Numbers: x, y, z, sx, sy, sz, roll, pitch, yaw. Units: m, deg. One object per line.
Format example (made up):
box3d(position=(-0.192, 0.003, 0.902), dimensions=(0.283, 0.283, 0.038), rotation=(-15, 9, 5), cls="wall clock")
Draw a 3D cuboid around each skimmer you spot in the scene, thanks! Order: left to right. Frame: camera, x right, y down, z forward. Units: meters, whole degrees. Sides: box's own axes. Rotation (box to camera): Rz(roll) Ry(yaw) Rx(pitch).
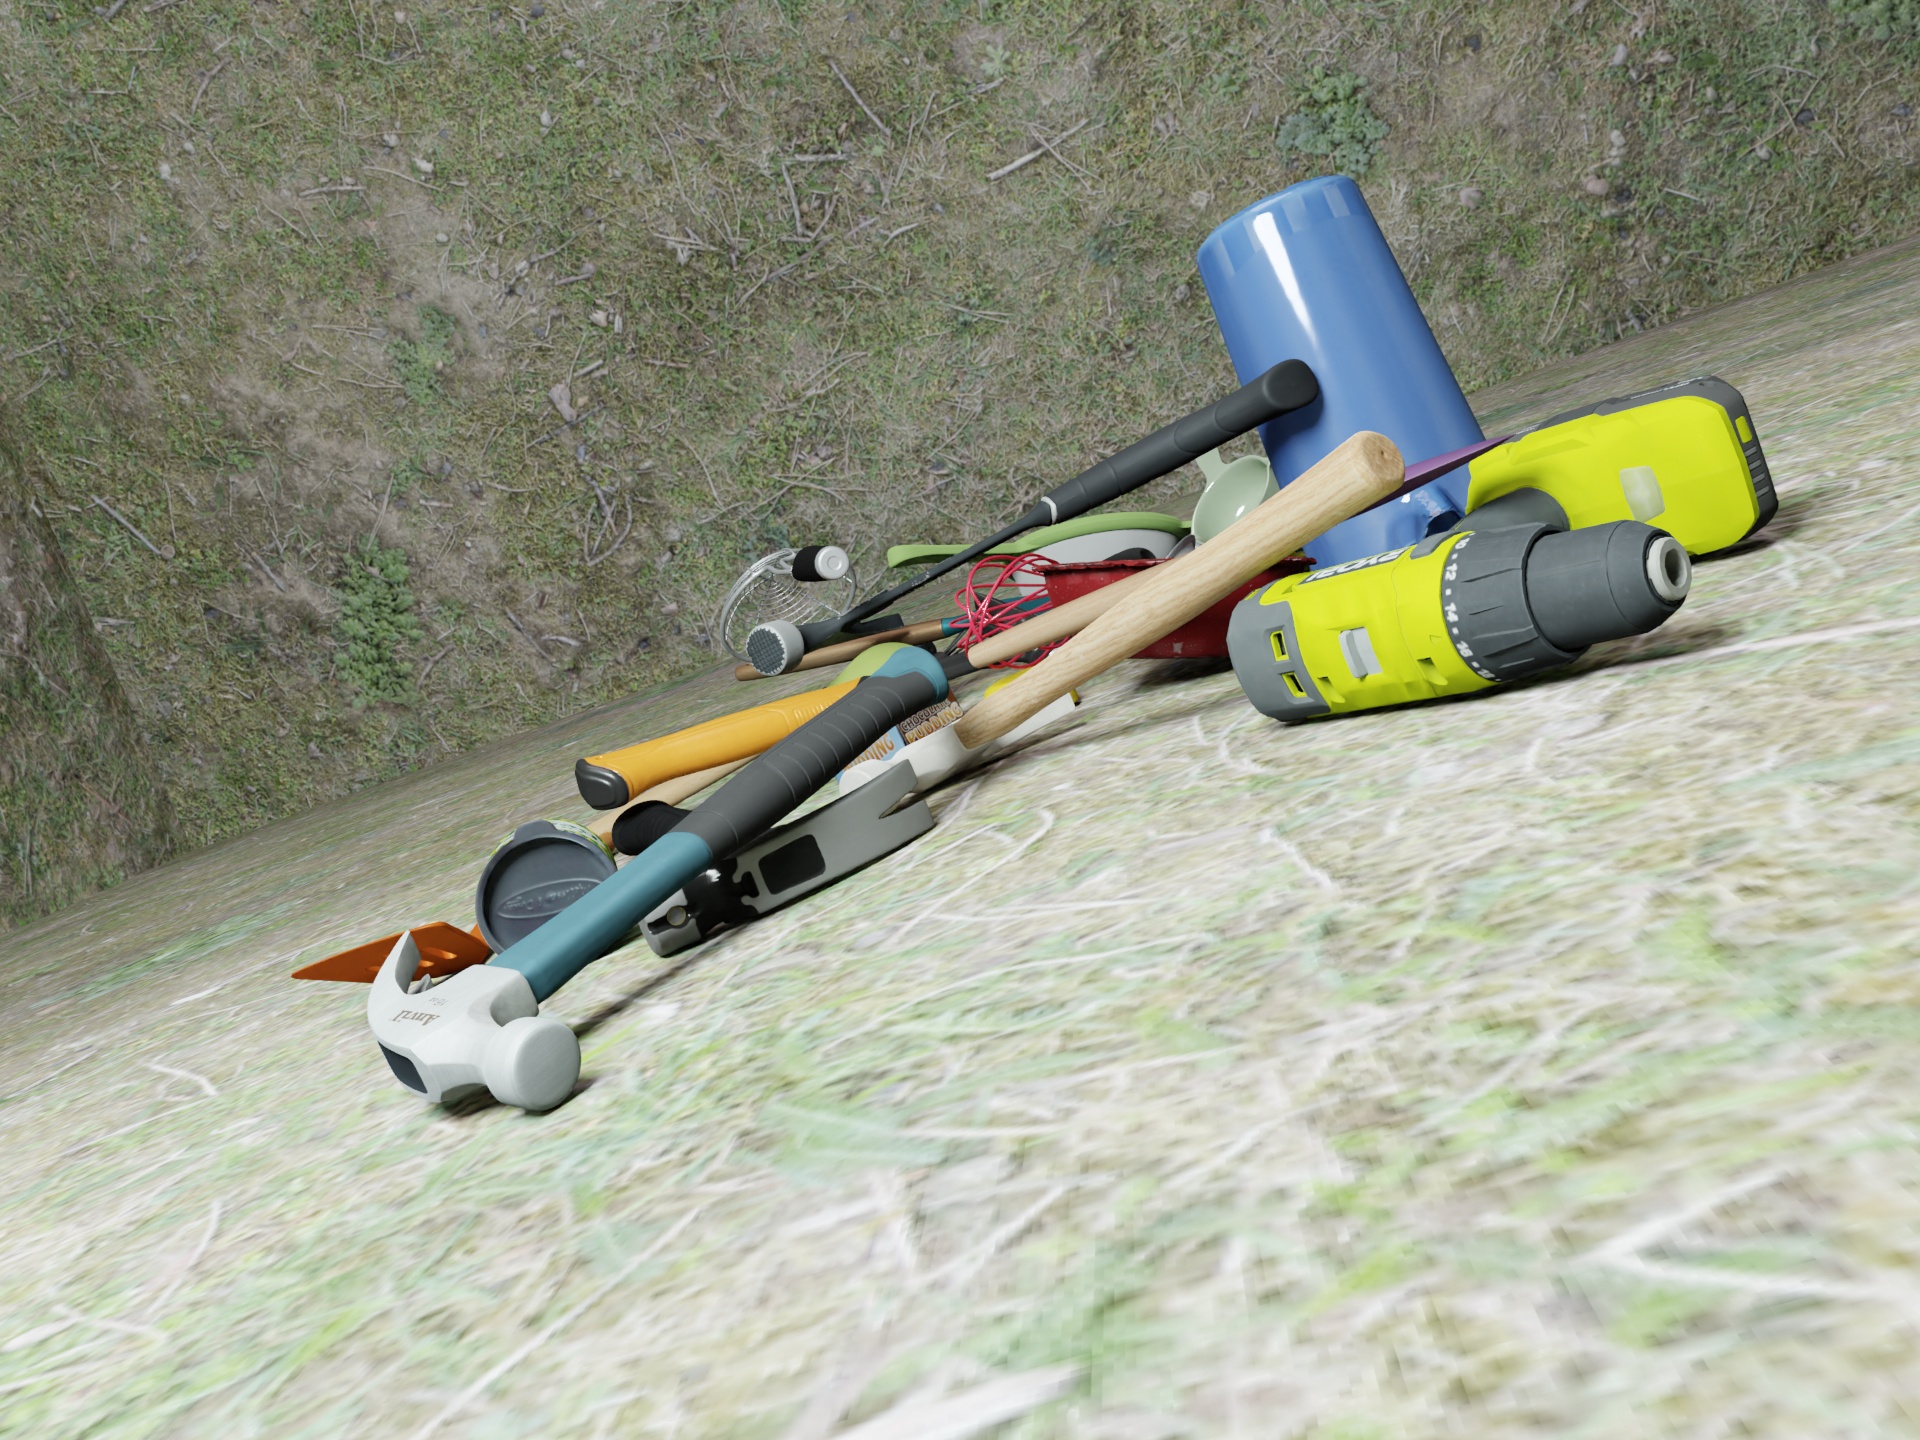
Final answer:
box3d(position=(-0.114, -0.089, 1.218), dimensions=(0.127, 0.090, 0.363), rotation=(-28, 10, -11), cls="skimmer")

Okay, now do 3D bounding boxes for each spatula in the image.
box3d(position=(-0.255, 0.098, 0.897), dimensions=(0.081, 0.041, 0.322), rotation=(-20, 7, 10), cls="spatula")
box3d(position=(-0.032, -0.055, 1.213), dimensions=(0.317, 0.044, 0.082), rotation=(-11, 24, 23), cls="spatula")
box3d(position=(0.125, -0.079, 0.793), dimensions=(0.316, 0.018, 0.060), rotation=(-21, 3, 38), cls="spatula")

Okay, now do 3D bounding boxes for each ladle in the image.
box3d(position=(-0.150, 0.033, 1.113), dimensions=(0.320, 0.062, 0.078), rotation=(-30, 33, -17), cls="ladle")

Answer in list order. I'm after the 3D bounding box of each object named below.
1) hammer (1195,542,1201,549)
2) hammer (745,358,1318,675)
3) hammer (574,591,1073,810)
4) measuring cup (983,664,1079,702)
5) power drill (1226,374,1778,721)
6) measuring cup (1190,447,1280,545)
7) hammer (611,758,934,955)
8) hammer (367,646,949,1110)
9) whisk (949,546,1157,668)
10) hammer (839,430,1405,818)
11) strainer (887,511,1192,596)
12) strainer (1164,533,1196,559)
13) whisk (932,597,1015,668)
box3d(position=(0.344, -0.166, 1.225), dimensions=(0.143, 0.038, 0.386), rotation=(-23, 8, -33), cls="hammer")
box3d(position=(0.047, -0.128, 1.037), dimensions=(0.409, 0.036, 0.149), rotation=(-24, 0, 32), cls="hammer")
box3d(position=(-0.089, -0.012, 1.036), dimensions=(0.337, 0.034, 0.127), rotation=(-19, 27, -25), cls="hammer")
box3d(position=(-0.002, -0.003, 0.992), dimensions=(0.156, 0.029, 0.062), rotation=(-16, 9, 24), cls="measuring cup")
box3d(position=(0.248, -0.073, 0.675), dimensions=(0.228, 0.080, 0.190), rotation=(-29, 10, -36), cls="power drill")
box3d(position=(0.204, -0.177, 1.196), dimensions=(0.083, 0.038, 0.168), rotation=(-47, 27, 24), cls="measuring cup")
box3d(position=(-0.131, 0.062, 0.852), dimensions=(0.146, 0.035, 0.335), rotation=(-24, 8, -20), cls="hammer")
box3d(position=(-0.104, 0.048, 0.667), dimensions=(0.128, 0.033, 0.331), rotation=(-2, 25, 37), cls="hammer")
box3d(position=(0.072, -0.085, 1.049), dimensions=(0.073, 0.073, 0.296), rotation=(-16, 4, 30), cls="whisk")
box3d(position=(0.076, -0.041, 0.755), dimensions=(0.130, 0.031, 0.331), rotation=(-27, -5, -44), cls="hammer")
box3d(position=(0.064, -0.105, 1.226), dimensions=(0.256, 0.069, 0.151), rotation=(-4, -12, -29), cls="strainer")
box3d(position=(0.167, -0.096, 1.179), dimensions=(0.087, 0.050, 0.258), rotation=(-63, -9, 14), cls="strainer")
box3d(position=(-0.012, -0.040, 1.248), dimensions=(0.239, 0.055, 0.055), rotation=(-33, 14, -39), cls="whisk")
